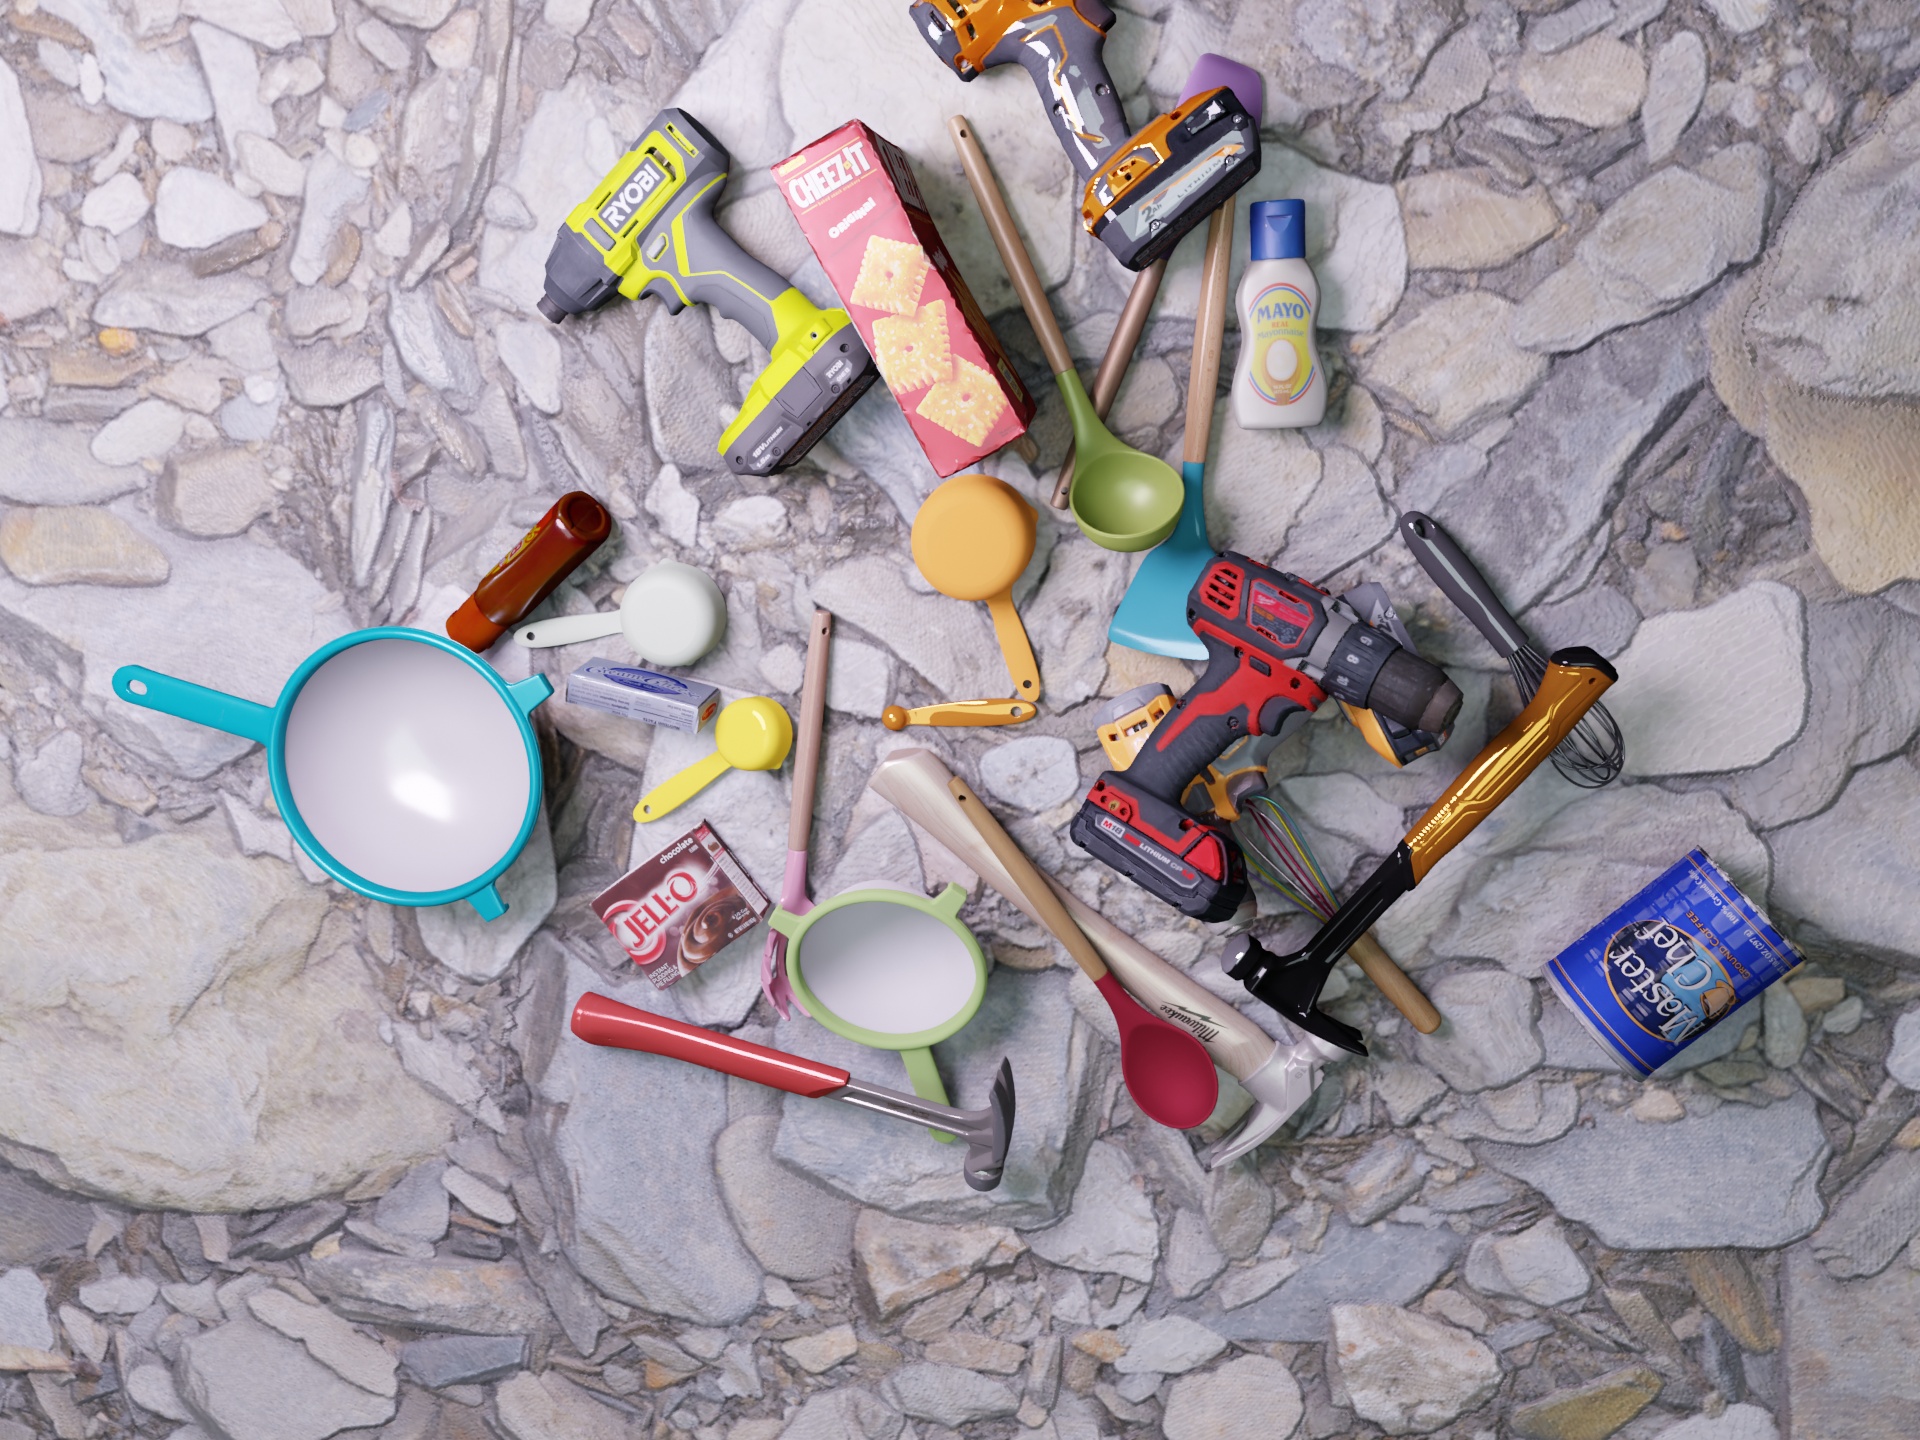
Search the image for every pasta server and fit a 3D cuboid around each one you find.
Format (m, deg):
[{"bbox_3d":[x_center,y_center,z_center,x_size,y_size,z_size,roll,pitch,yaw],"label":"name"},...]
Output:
[{"bbox_3d":[-0.117,0.074,1.207,0.040,0.060,0.316,23,110,48],"label":"pasta server"}]

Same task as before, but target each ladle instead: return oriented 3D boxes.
[{"bbox_3d":[0.063,-0.262,1.072,0.078,0.062,0.320,-24,92,-8],"label":"ladle"},{"bbox_3d":[0.087,0.169,1.175,0.069,0.031,0.315,-35,96,17],"label":"ladle"}]

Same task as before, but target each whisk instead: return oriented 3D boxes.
[{"bbox_3d":[0.276,0.139,1.173,0.051,0.047,0.245,-38,101,25],"label":"whisk"},{"bbox_3d":[0.382,-0.050,1.106,0.055,0.055,0.239,-39,92,15],"label":"whisk"}]

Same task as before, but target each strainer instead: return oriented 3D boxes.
[{"bbox_3d":[-0.039,0.216,1.229,0.151,0.069,0.256,-9,121,13],"label":"strainer"},{"bbox_3d":[-0.464,0.010,1.208,0.340,0.095,0.211,16,103,5],"label":"strainer"}]

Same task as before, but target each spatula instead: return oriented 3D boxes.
[{"bbox_3d":[0.161,-0.203,1.091,0.082,0.044,0.317,13,108,29],"label":"spatula"},{"bbox_3d":[0.127,-0.291,1.089,0.060,0.018,0.316,22,106,-3],"label":"spatula"}]

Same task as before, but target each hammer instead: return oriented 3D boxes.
[{"bbox_3d":[-0.133,0.267,1.227,0.359,0.037,0.149,14,135,12],"label":"hammer"},{"bbox_3d":[0.334,0.088,1.108,0.127,0.034,0.337,34,110,-9],"label":"hammer"},{"bbox_3d":[0.093,0.170,1.206,0.410,0.038,0.146,39,107,-3],"label":"hammer"}]

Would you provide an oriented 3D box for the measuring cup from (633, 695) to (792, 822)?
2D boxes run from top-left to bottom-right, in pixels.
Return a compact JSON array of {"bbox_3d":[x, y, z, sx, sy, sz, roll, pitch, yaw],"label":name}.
[{"bbox_3d":[-0.196,0.036,1.206,0.156,0.029,0.062,-34,79,18],"label":"measuring cup"}]

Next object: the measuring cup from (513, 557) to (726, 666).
[{"bbox_3d":[-0.259,-0.071,1.186,0.167,0.038,0.083,-8,103,7],"label":"measuring cup"}]

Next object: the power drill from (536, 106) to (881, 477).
[{"bbox_3d":[-0.176,-0.282,1.104,0.171,0.080,0.223,-44,92,16],"label":"power drill"}]

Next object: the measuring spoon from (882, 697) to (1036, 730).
[{"bbox_3d":[-0.002,-0.004,1.184,0.117,0.011,0.021,-3,104,8],"label":"measuring spoon"}]

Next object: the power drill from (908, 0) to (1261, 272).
[{"bbox_3d":[0.095,-0.424,1.020,0.164,0.084,0.226,-39,88,15],"label":"power drill"}]

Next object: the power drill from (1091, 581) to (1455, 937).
[{"bbox_3d":[0.224,0.029,1.100,0.226,0.084,0.185,-28,72,14],"label":"power drill"}]

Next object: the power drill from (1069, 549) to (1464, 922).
[{"bbox_3d":[0.196,0.021,1.035,0.188,0.080,0.226,32,94,24],"label":"power drill"}]

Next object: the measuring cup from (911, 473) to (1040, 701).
[{"bbox_3d":[0.022,-0.090,1.137,0.095,0.052,0.173,-18,100,12],"label":"measuring cup"}]
